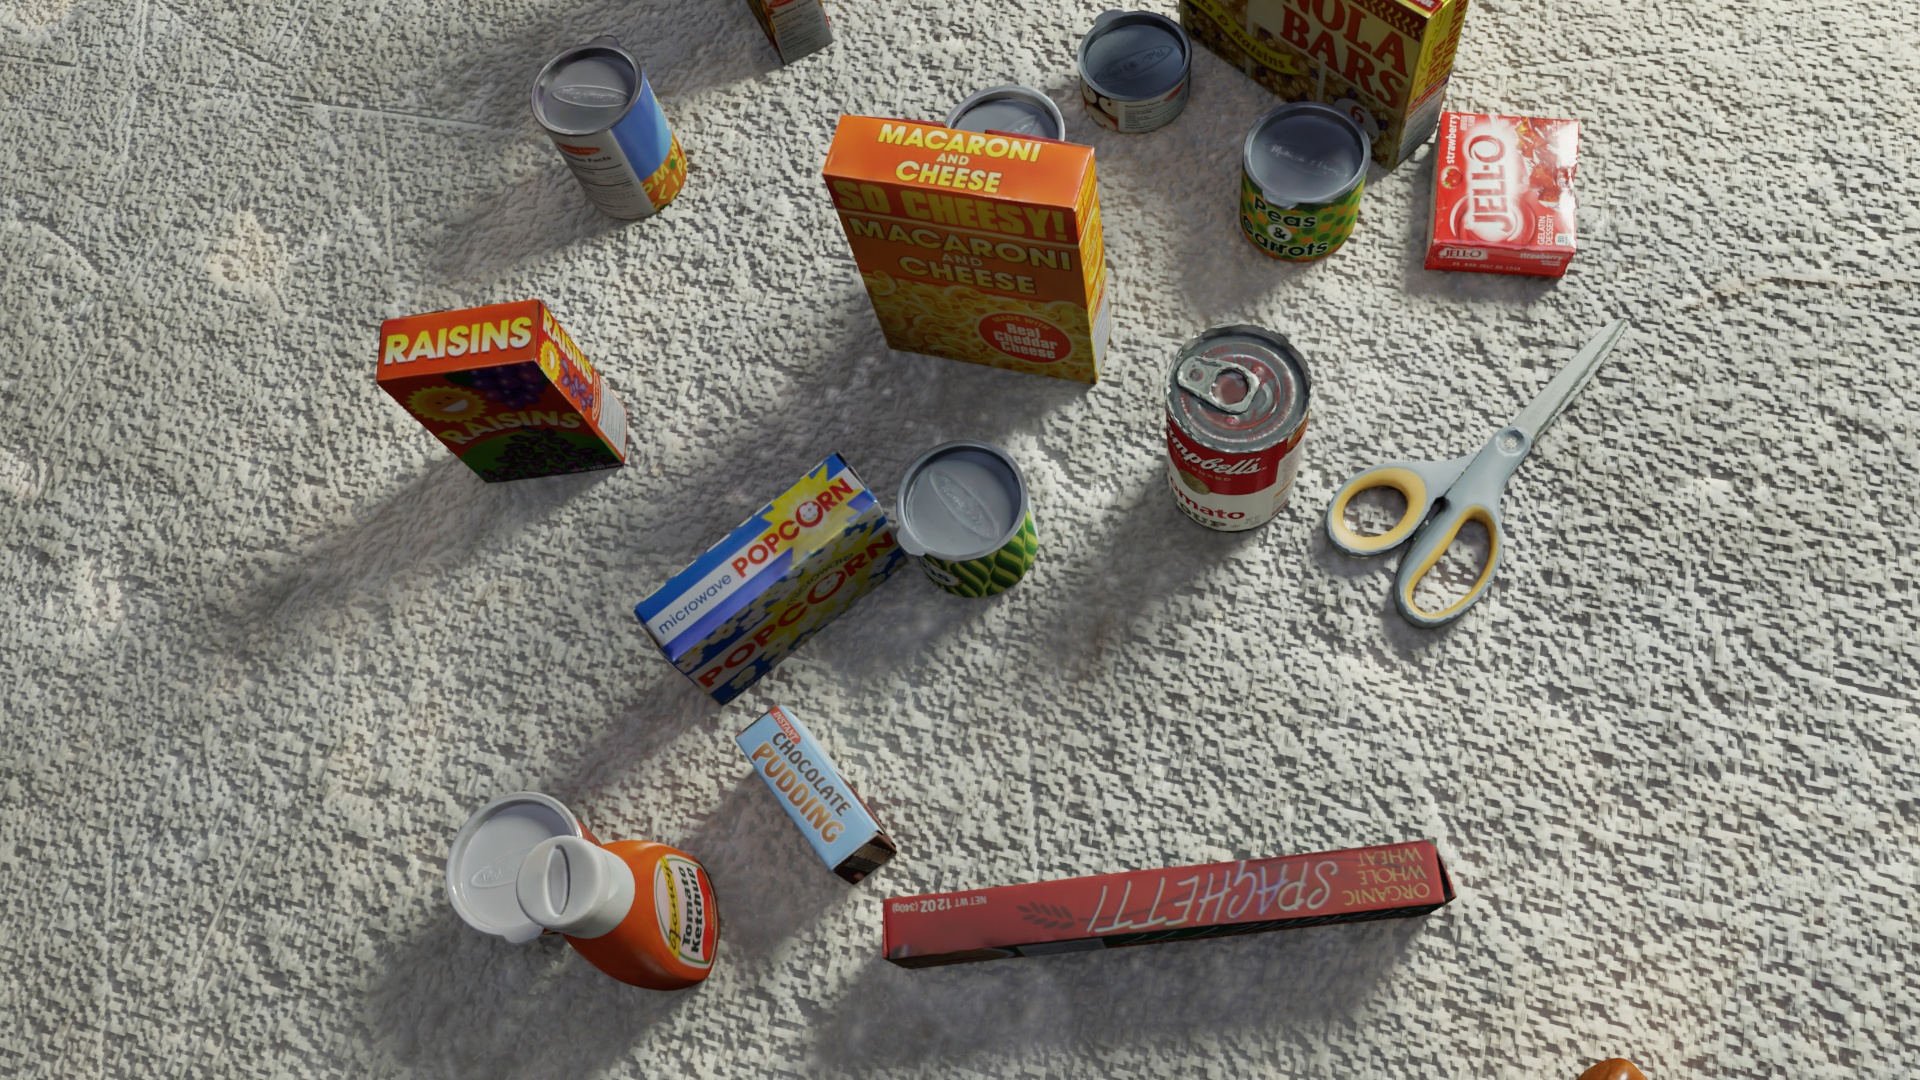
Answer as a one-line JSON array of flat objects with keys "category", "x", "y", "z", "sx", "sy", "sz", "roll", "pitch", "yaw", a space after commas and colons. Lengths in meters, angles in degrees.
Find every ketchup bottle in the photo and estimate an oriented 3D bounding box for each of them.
[{"category": "ketchup bottle", "x": -0.149, "y": 0.161, "z": 0.614, "sx": 0.043, "sy": 0.148, "sz": 0.065, "roll": -11, "pitch": 67, "yaw": 4}]

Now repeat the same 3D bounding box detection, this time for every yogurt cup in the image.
[{"category": "yogurt cup", "x": -0.206, "y": 0.161, "z": 0.675, "sx": 0.072, "sy": 0.053, "sz": 0.072, "roll": -3, "pitch": 68, "yaw": 7}]

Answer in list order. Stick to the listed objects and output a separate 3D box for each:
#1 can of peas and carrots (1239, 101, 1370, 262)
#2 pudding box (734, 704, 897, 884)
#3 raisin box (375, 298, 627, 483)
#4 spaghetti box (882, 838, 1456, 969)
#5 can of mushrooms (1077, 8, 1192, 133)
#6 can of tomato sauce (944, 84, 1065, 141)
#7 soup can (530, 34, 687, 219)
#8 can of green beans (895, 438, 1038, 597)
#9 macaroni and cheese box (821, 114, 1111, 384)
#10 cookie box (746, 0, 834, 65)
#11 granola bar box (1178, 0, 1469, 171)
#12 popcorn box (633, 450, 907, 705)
[{"category": "can of peas and carrots", "x": 0.186, "y": -0.193, "z": 0.758, "sx": 0.071, "sy": 0.058, "sz": 0.071, "roll": -3, "pitch": 68, "yaw": 8}, {"category": "pudding box", "x": -0.069, "y": 0.123, "z": 0.672, "sx": 0.030, "sy": 0.049, "sz": 0.084, "roll": -38, "pitch": 68, "yaw": -7}, {"category": "raisin box", "x": -0.239, "y": -0.077, "z": 0.740, "sx": 0.086, "sy": 0.123, "sz": 0.040, "roll": -6, "pitch": 68, "yaw": 6}, {"category": "spaghetti box", "x": 0.091, "y": 0.166, "z": 0.629, "sx": 0.250, "sy": 0.050, "sz": 0.029, "roll": -8, "pitch": 67, "yaw": 5}, {"category": "can of mushrooms", "x": 0.102, "y": -0.278, "z": 0.820, "sx": 0.071, "sy": 0.033, "sz": 0.071, "roll": -3, "pitch": 68, "yaw": 7}, {"category": "can of tomato sauce", "x": 0.030, "y": -0.198, "z": 0.771, "sx": 0.071, "sy": 0.083, "sz": 0.071, "roll": -3, "pitch": 68, "yaw": 8}, {"category": "soup can", "x": -0.205, "y": -0.243, "z": 0.825, "sx": 0.071, "sy": 0.083, "sz": 0.071, "roll": -3, "pitch": 68, "yaw": 8}, {"category": "can of green beans", "x": 0.005, "y": -0.010, "z": 0.711, "sx": 0.071, "sy": 0.057, "sz": 0.071, "roll": -3, "pitch": 68, "yaw": 7}, {"category": "macaroni and cheese box", "x": 0.009, "y": -0.144, "z": 0.706, "sx": 0.124, "sy": 0.166, "sz": 0.040, "roll": 11, "pitch": 71, "yaw": 13}, {"category": "cookie box", "x": -0.133, "y": -0.388, "z": 0.828, "sx": 0.040, "sy": 0.167, "sz": 0.123, "roll": -27, "pitch": 67, "yaw": -2}, {"category": "granola bar box", "x": 0.192, "y": -0.294, "z": 0.763, "sx": 0.039, "sy": 0.124, "sz": 0.166, "roll": -44, "pitch": 68, "yaw": -9}, {"category": "popcorn box", "x": -0.092, "y": 0.022, "z": 0.698, "sx": 0.127, "sy": 0.085, "sz": 0.038, "roll": -38, "pitch": 68, "yaw": -8}]
